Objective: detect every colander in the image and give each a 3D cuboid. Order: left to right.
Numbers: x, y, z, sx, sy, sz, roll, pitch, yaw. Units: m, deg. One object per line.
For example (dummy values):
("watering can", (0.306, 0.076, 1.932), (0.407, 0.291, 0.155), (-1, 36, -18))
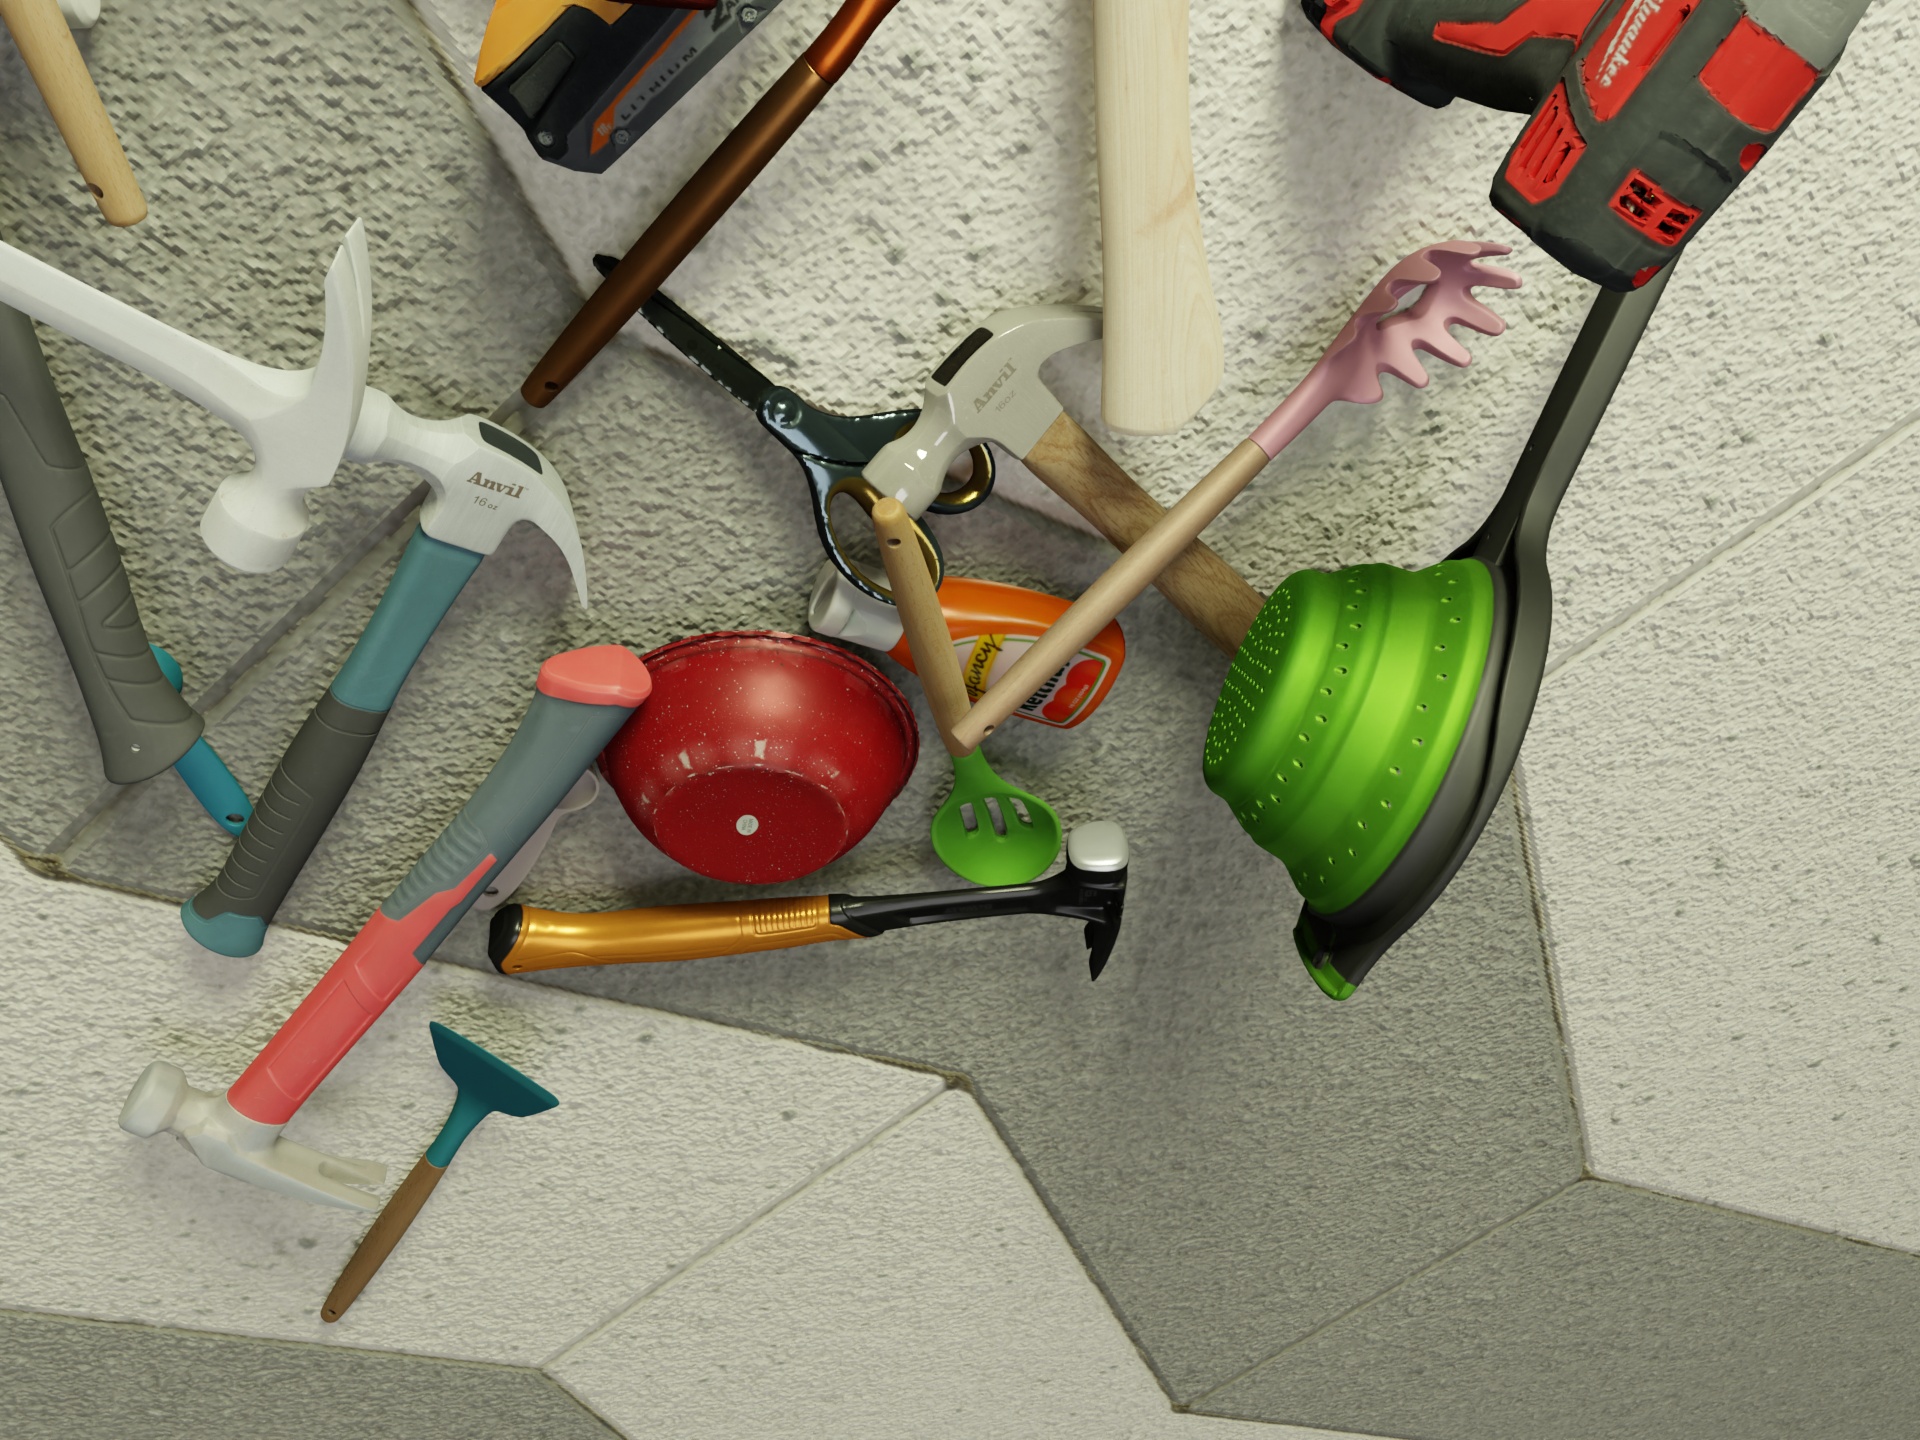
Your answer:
("colander", (0.204, -0.077, 0.711), (0.094, 0.204, 0.397), (23, 99, -3))

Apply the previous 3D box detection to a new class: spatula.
("spatula", (-0.328, 0.281, 0.946), (0.082, 0.044, 0.317), (34, 119, -6))
("spatula", (-0.065, -0.211, 0.570), (0.081, 0.041, 0.322), (23, 131, -40))

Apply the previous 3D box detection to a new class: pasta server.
("pasta server", (0.116, -0.096, 0.700), (0.316, 0.040, 0.060), (-44, 140, 2))

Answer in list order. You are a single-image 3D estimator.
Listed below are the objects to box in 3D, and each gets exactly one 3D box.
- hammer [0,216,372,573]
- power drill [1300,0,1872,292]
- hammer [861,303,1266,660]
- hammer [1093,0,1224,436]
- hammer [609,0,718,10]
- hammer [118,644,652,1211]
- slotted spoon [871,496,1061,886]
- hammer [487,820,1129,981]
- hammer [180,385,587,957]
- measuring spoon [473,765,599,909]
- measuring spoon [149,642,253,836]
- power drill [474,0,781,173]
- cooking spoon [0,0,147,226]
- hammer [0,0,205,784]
("hammer", (-0.382, -0.188, 0.491), (0.405, 0.035, 0.144), (28, 127, -24))
("power drill", (0.205, -0.248, 0.522), (0.078, 0.220, 0.143), (18, 123, -26))
("hammer", (0.106, -0.075, 0.752), (0.331, 0.031, 0.130), (35, 97, -39))
("hammer", (0.055, -0.291, 0.547), (0.146, 0.038, 0.410), (-7, 124, -6))
("hammer", (-0.003, -0.355, 0.430), (0.149, 0.037, 0.359), (36, 102, -19))
("hammer", (-0.261, 0.111, 0.789), (0.143, 0.038, 0.386), (32, 115, -27))
("slotted spoon", (-0.001, -0.002, 0.754), (0.070, 0.031, 0.313), (-8, 147, 7))
("hammer", (-0.080, 0.110, 0.853), (0.337, 0.034, 0.127), (-4, 145, -3))
("hammer", (-0.278, -0.003, 0.721), (0.128, 0.033, 0.331), (16, 126, -38))
("measuring spoon", (-0.220, 0.056, 0.809), (0.034, 0.018, 0.124), (21, 128, -28))
("measuring spoon", (-0.360, 0.017, 0.733), (0.042, 0.021, 0.128), (-16, 132, 0))
("power drill", (-0.179, -0.281, 0.498), (0.185, 0.084, 0.226), (-36, 124, 19))
("cooking spoon", (-0.302, -0.290, 0.440), (0.069, 0.017, 0.318), (9, 133, 19))
("hammer", (-0.361, -0.115, 0.601), (0.146, 0.035, 0.334), (-6, 125, -8))
